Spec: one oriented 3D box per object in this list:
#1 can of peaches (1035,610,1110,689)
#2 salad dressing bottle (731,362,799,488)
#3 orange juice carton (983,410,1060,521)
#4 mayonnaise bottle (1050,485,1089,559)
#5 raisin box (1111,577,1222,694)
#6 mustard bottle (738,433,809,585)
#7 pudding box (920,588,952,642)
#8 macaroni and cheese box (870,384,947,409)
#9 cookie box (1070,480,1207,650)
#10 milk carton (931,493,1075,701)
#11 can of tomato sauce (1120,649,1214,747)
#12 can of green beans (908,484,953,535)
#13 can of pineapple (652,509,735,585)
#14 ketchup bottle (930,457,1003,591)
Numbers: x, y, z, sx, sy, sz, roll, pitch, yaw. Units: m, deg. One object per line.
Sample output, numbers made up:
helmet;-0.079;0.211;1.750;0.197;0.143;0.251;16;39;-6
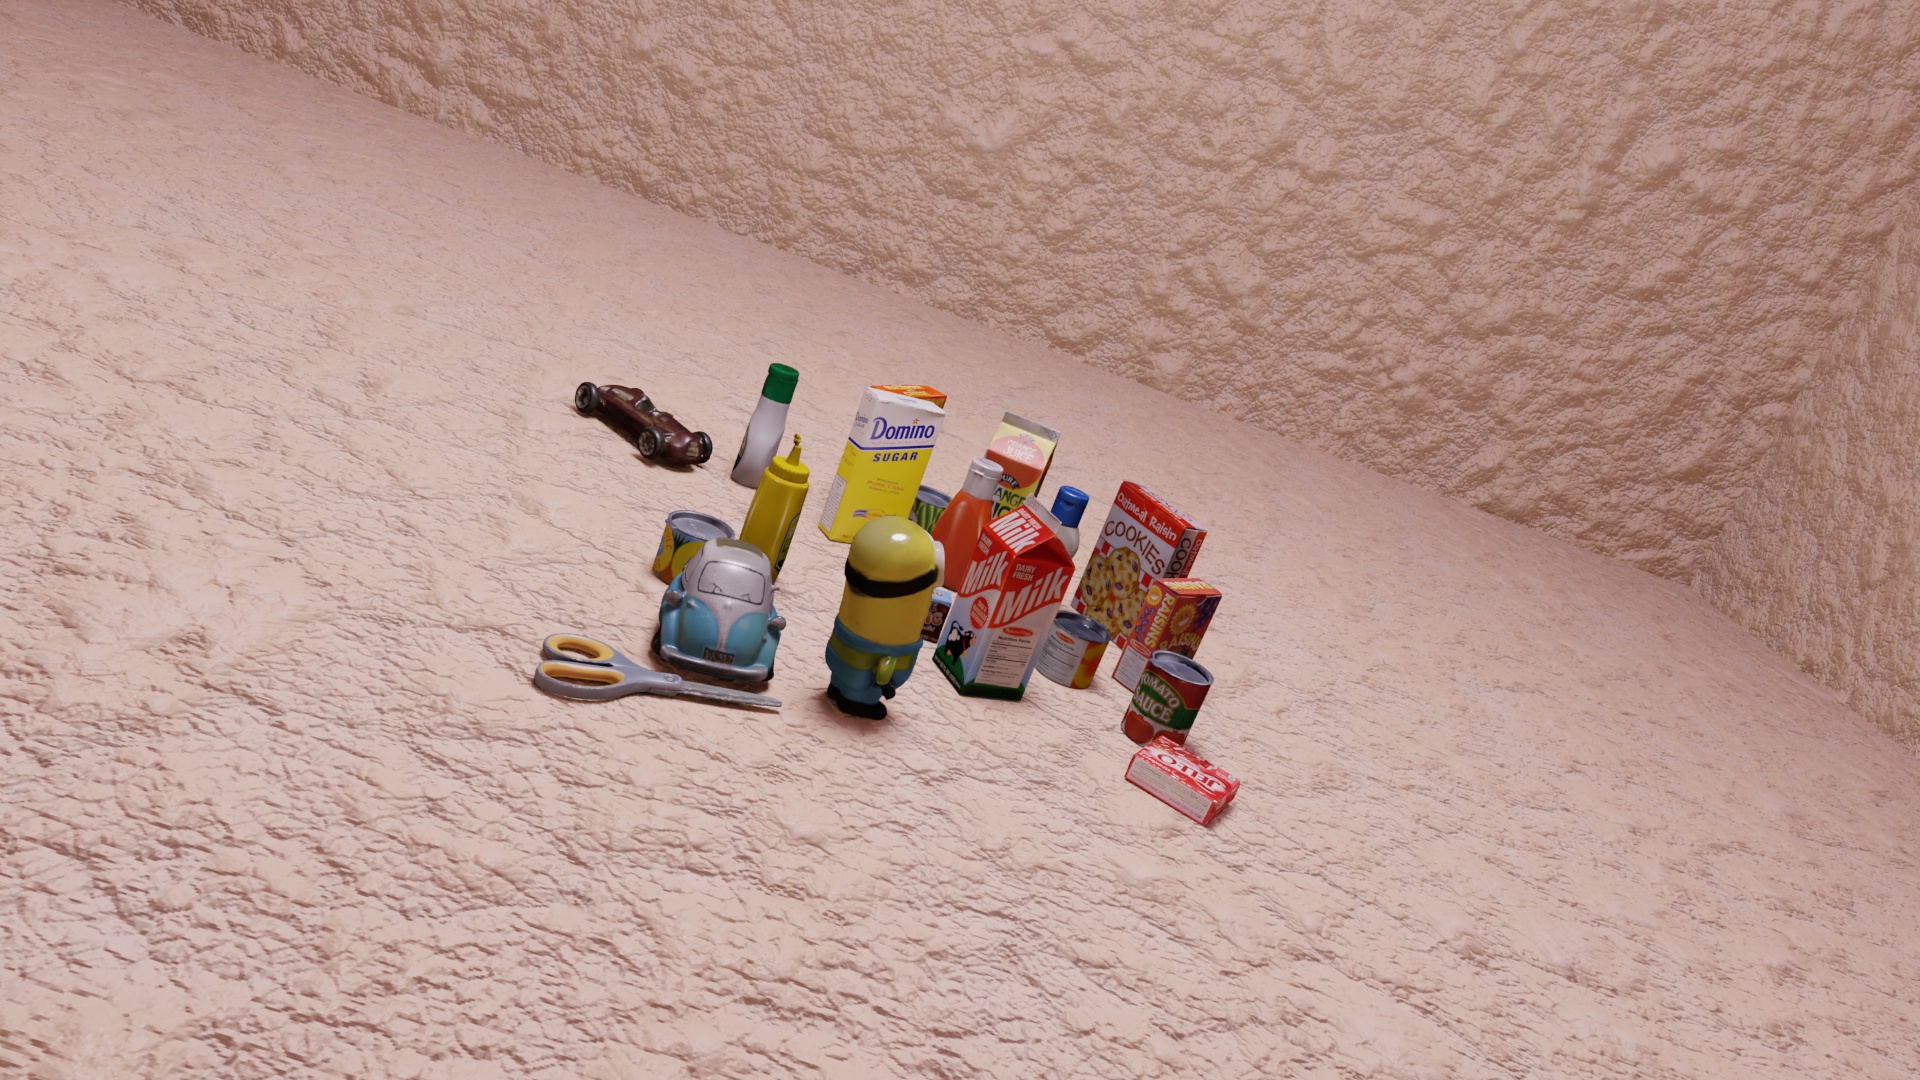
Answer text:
can of peaches;0.118;0.114;1.453;0.071;0.058;0.071;19;18;-6
salad dressing bottle;-0.229;-0.136;1.643;0.044;0.147;0.064;20;17;-5
orange juice carton;0.052;-0.054;1.647;0.072;0.192;0.073;23;17;6
mayonnaise bottle;0.104;0.010;1.592;0.065;0.147;0.041;24;18;10
raisin box;0.223;0.102;1.499;0.086;0.123;0.040;2;26;-46
mustard bottle;-0.182;-0.030;1.369;0.049;0.159;0.065;22;17;1
pudding box;-0.055;0.067;1.410;0.084;0.049;0.030;18;18;-11
macaroni and cheese box;-0.090;-0.107;1.684;0.040;0.166;0.124;30;19;25
cookie box;0.204;0.033;1.607;0.040;0.166;0.123;8;22;-37
milk carton;0.047;0.053;1.335;0.073;0.189;0.072;11;20;-30
can of tomato sauce;0.202;0.160;1.373;0.071;0.082;0.071;19;18;-6
can of green beans;-0.046;-0.029;1.685;0.071;0.057;0.071;19;18;-6
can of pineapple;-0.258;0.010;1.333;0.071;0.057;0.071;19;18;-6
ketchup bottle;0.006;-0.020;1.567;0.065;0.148;0.044;27;18;18
